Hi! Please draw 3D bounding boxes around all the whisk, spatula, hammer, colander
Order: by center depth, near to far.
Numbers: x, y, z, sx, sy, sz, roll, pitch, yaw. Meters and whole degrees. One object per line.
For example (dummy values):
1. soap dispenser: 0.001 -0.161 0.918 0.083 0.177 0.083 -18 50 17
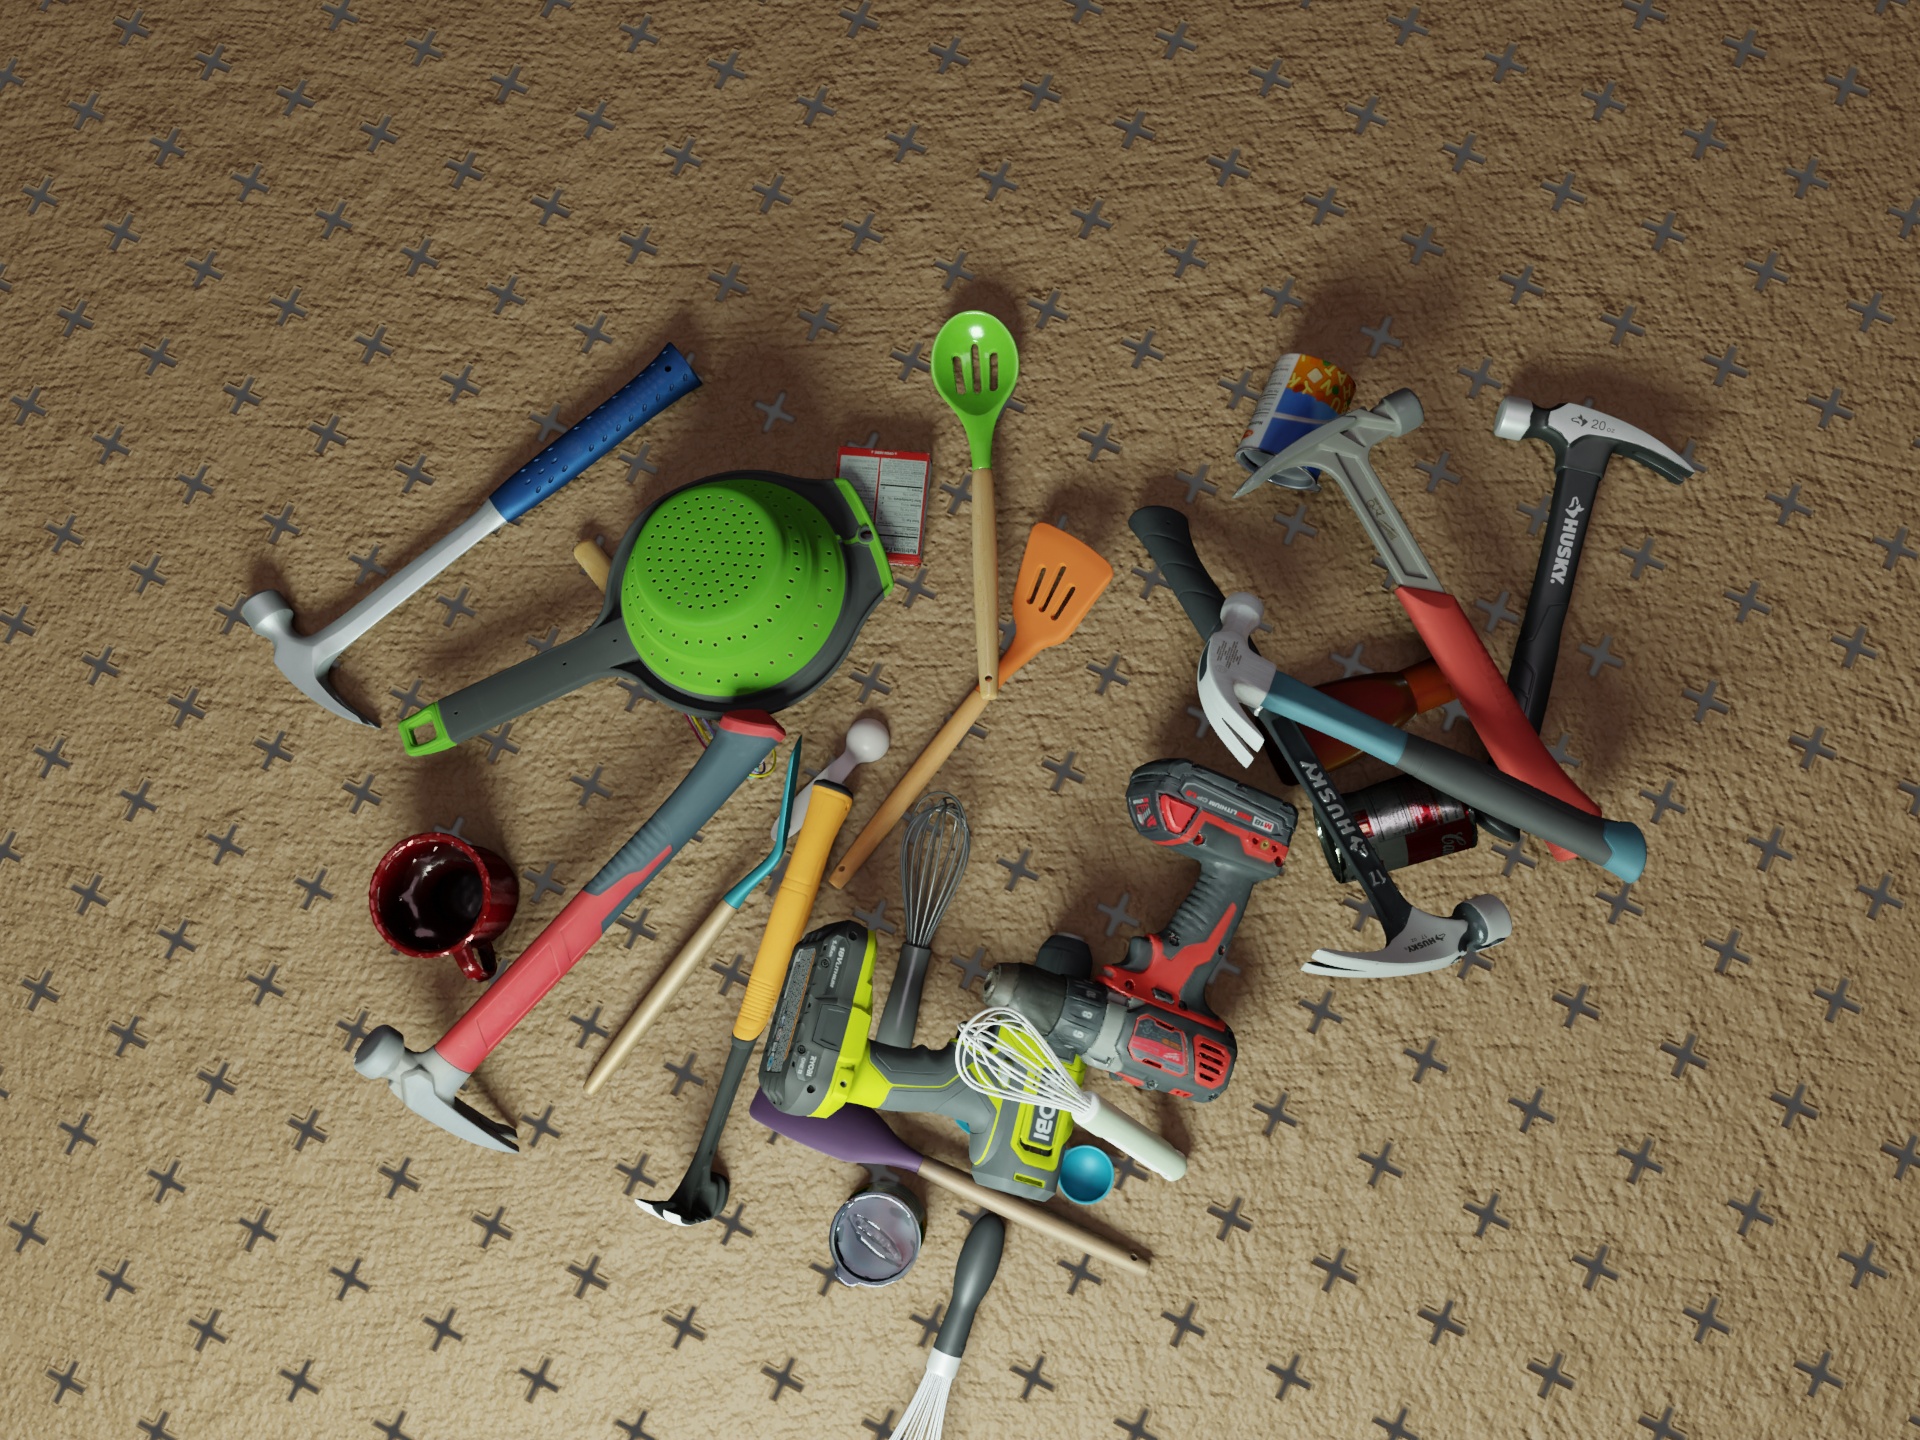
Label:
1. hammer: 0.319 0.024 1.106 0.331 0.033 0.128 25 52 4
2. whisk: 0.082 0.268 1.111 0.246 0.058 0.059 39 77 -32
3. hammer: 0.224 0.003 1.141 0.149 0.036 0.409 -15 61 -22
4. whisk: -0.023 0.496 1.150 0.070 0.070 0.285 20 79 7
5. hammer: 0.348 -0.056 1.155 0.149 0.036 0.359 -29 87 -4
6. hammer: -0.150 0.203 1.171 0.034 0.127 0.337 17 79 11
7. spatula: -0.006 0.336 1.174 0.316 0.018 0.060 25 42 2
8. hammer: -0.260 0.149 1.175 0.386 0.038 0.143 -46 118 0
9. colander: -0.251 -0.075 1.183 0.397 0.094 0.205 -24 73 1
10. whisk: -0.036 0.171 1.198 0.055 0.055 0.239 13 88 6
11. hammer: 0.445 -0.073 1.198 0.146 0.035 0.335 15 84 7
12. spatula: -0.198 0.152 1.206 0.044 0.082 0.317 36 94 -5
13. spatula: -0.002 -0.004 1.219 0.081 0.041 0.322 37 88 28
14. whisk: -0.225 -0.049 1.247 0.047 0.051 0.245 -35 76 -22
15. hammer: -0.374 -0.157 1.271 0.405 0.035 0.144 -38 81 -1

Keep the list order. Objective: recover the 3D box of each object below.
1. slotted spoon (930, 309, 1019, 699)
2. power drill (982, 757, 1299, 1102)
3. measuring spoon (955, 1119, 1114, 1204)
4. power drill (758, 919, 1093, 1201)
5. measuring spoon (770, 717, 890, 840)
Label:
1. slotted spoon: 0.016 -0.168 1.231 0.070 0.031 0.314 -3 76 5
2. power drill: 0.131 0.142 1.139 0.187 0.080 0.227 22 78 -12
3. measuring spoon: 0.054 0.321 1.187 0.129 0.021 0.042 22 75 16
4. power drill: -0.012 0.223 1.140 0.228 0.080 0.191 20 72 -18
5. measuring spoon: -0.103 0.047 1.232 0.034 0.018 0.124 43 88 8
